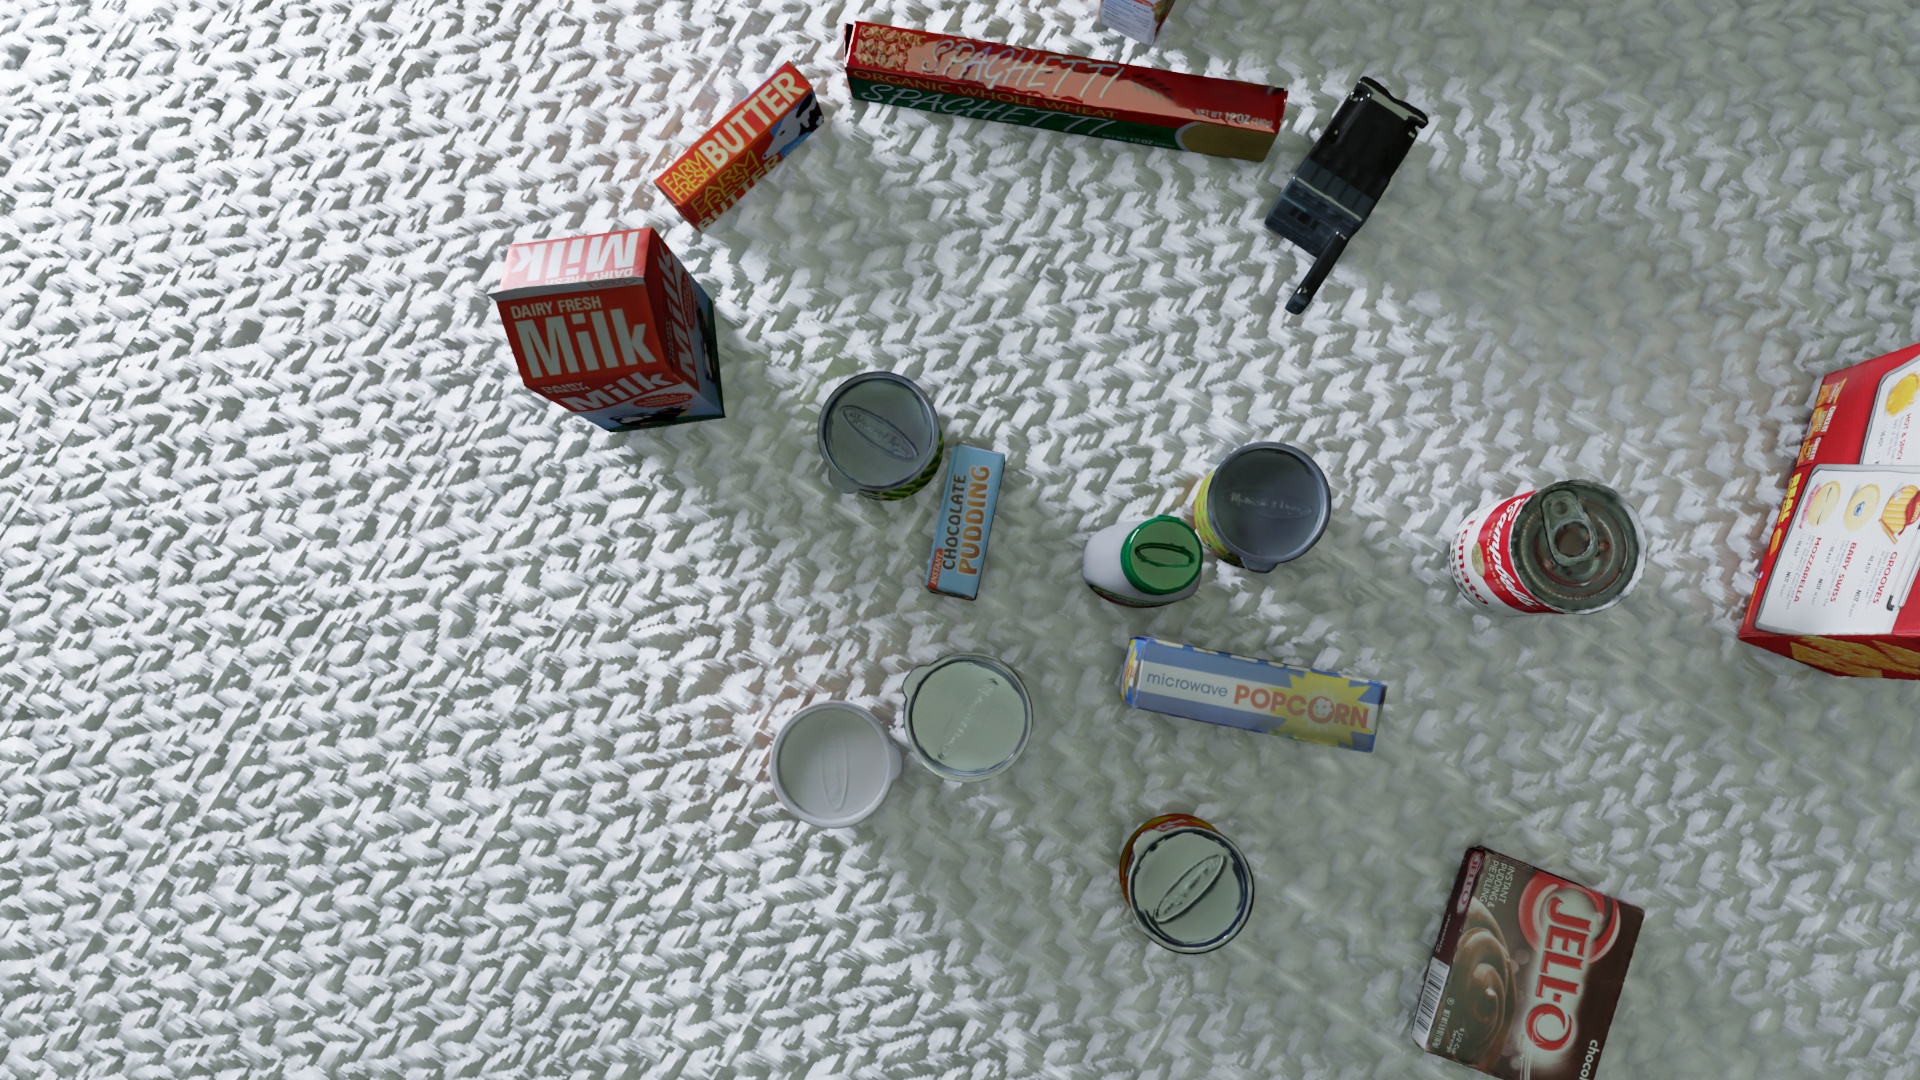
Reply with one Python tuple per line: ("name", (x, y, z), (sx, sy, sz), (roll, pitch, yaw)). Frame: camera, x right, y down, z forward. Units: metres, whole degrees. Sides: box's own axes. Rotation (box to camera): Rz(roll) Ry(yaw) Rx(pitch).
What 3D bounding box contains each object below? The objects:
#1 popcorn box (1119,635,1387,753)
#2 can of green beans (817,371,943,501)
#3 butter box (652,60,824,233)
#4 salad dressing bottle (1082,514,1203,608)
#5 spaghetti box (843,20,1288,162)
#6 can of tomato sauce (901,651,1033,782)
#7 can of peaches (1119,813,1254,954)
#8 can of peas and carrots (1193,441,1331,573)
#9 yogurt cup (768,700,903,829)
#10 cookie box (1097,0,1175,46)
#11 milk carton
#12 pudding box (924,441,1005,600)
("popcorn box", (0.152, 0.081, 0.744), (0.127, 0.085, 0.038), (11, 86, 3))
("can of green beans", (-0.043, -0.057, 0.775), (0.071, 0.058, 0.071), (0, 85, 2))
("butter box", (-0.125, -0.223, 0.795), (0.103, 0.053, 0.024), (-42, 86, -2))
("salad dressing bottle", (0.097, 0.012, 0.720), (0.064, 0.147, 0.044), (9, 86, 3))
("spaghetti box", (0.057, -0.256, 0.793), (0.250, 0.050, 0.028), (10, 86, 3))
("can of tomato sauce", (0.003, 0.092, 0.748), (0.071, 0.083, 0.071), (0, 86, 2))
("can of peaches", (0.119, 0.182, 0.750), (0.071, 0.058, 0.071), (0, 85, 2))
("can of peas and carrots", (0.164, -0.016, 0.765), (0.071, 0.058, 0.071), (0, 85, 2))
("yogurt cup", (-0.067, 0.121, 0.763), (0.072, 0.054, 0.072), (0, 85, 2))
("cookie box", (0.120, -0.359, 0.741), (0.040, 0.167, 0.123), (27, 87, 4))
("milk carton", (-0.177, -0.108, 0.717), (0.072, 0.190, 0.073), (-7, 86, 1))
("pudding box", (0.003, -0.010, 0.774), (0.030, 0.049, 0.083), (12, 86, 3))
